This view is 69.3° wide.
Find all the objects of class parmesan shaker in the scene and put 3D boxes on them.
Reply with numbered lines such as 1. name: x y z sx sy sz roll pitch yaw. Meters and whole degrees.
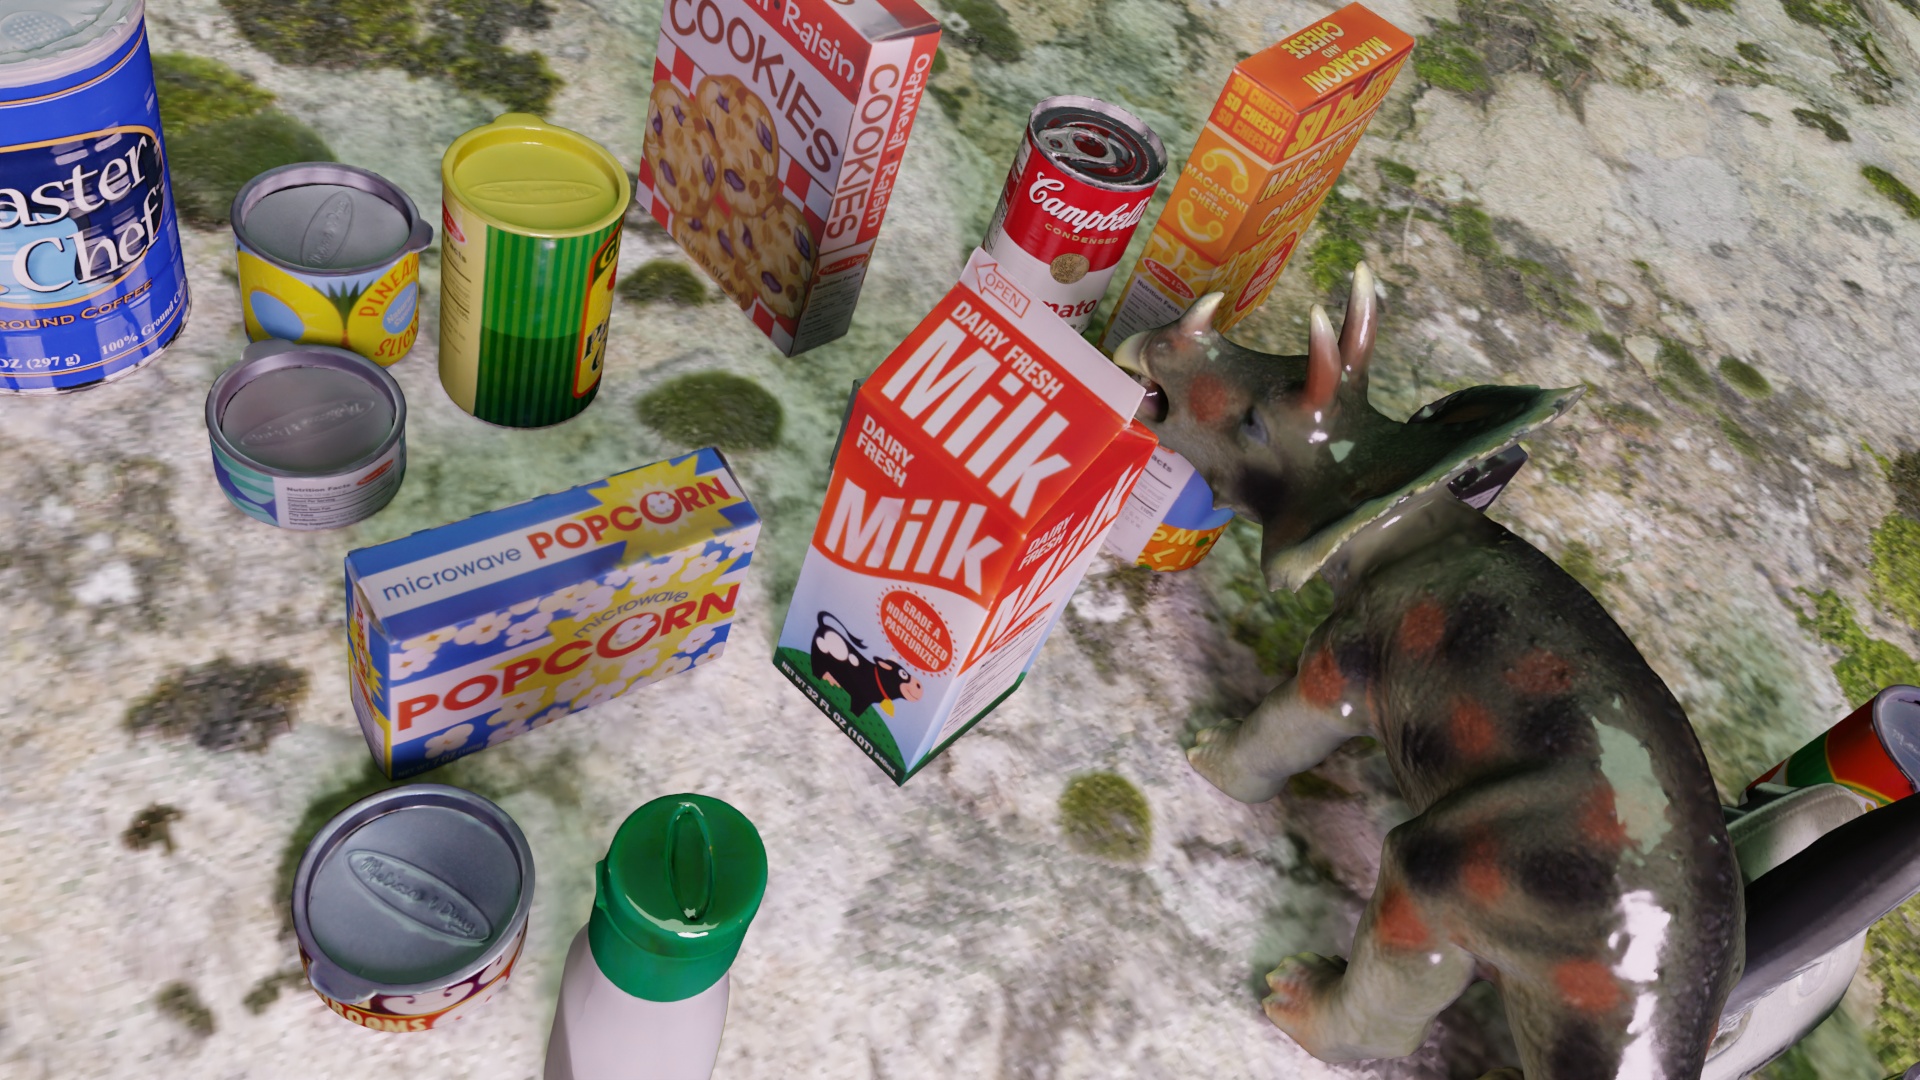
1. parmesan shaker: -0.170 -0.104 0.545 0.071 0.102 0.072 11 49 -13

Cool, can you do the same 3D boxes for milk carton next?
1. milk carton: 0.002 -0.006 0.470 0.072 0.189 0.074 43 50 16

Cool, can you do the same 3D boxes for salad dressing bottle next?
1. salad dressing bottle: -0.082 0.117 0.362 0.044 0.146 0.064 3 51 -19

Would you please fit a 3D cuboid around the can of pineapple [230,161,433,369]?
1. can of pineapple: -0.246 -0.105 0.547 0.071 0.057 0.071 11 49 -13

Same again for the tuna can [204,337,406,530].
1. tuna can: -0.240 -0.040 0.511 0.071 0.032 0.071 11 49 -13

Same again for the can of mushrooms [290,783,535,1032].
1. can of mushrooms: -0.164 0.111 0.413 0.071 0.033 0.071 11 49 -13

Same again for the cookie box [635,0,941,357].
1. cookie box: -0.081 -0.183 0.603 0.040 0.166 0.123 -29 66 -37

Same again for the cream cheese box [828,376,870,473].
1. cream cheese box: -0.004 -0.053 0.600 0.104 0.053 0.024 -16 59 -31

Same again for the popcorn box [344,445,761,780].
1. popcorn box: -0.135 0.023 0.463 0.127 0.084 0.038 -21 61 -34

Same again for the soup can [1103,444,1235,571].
1. soup can: 0.099 -0.037 0.607 0.071 0.083 0.072 11 49 -13

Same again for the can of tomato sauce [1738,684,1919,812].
1. can of tomato sauce: 0.390 0.113 0.594 0.071 0.082 0.071 11 49 -13

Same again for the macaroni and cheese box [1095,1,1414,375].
1. macaroni and cheese box: 0.142 -0.165 0.676 0.040 0.165 0.124 40 49 14

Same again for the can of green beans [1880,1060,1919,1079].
1. can of green beans: 0.343 0.228 0.495 0.071 0.057 0.071 11 49 -13
